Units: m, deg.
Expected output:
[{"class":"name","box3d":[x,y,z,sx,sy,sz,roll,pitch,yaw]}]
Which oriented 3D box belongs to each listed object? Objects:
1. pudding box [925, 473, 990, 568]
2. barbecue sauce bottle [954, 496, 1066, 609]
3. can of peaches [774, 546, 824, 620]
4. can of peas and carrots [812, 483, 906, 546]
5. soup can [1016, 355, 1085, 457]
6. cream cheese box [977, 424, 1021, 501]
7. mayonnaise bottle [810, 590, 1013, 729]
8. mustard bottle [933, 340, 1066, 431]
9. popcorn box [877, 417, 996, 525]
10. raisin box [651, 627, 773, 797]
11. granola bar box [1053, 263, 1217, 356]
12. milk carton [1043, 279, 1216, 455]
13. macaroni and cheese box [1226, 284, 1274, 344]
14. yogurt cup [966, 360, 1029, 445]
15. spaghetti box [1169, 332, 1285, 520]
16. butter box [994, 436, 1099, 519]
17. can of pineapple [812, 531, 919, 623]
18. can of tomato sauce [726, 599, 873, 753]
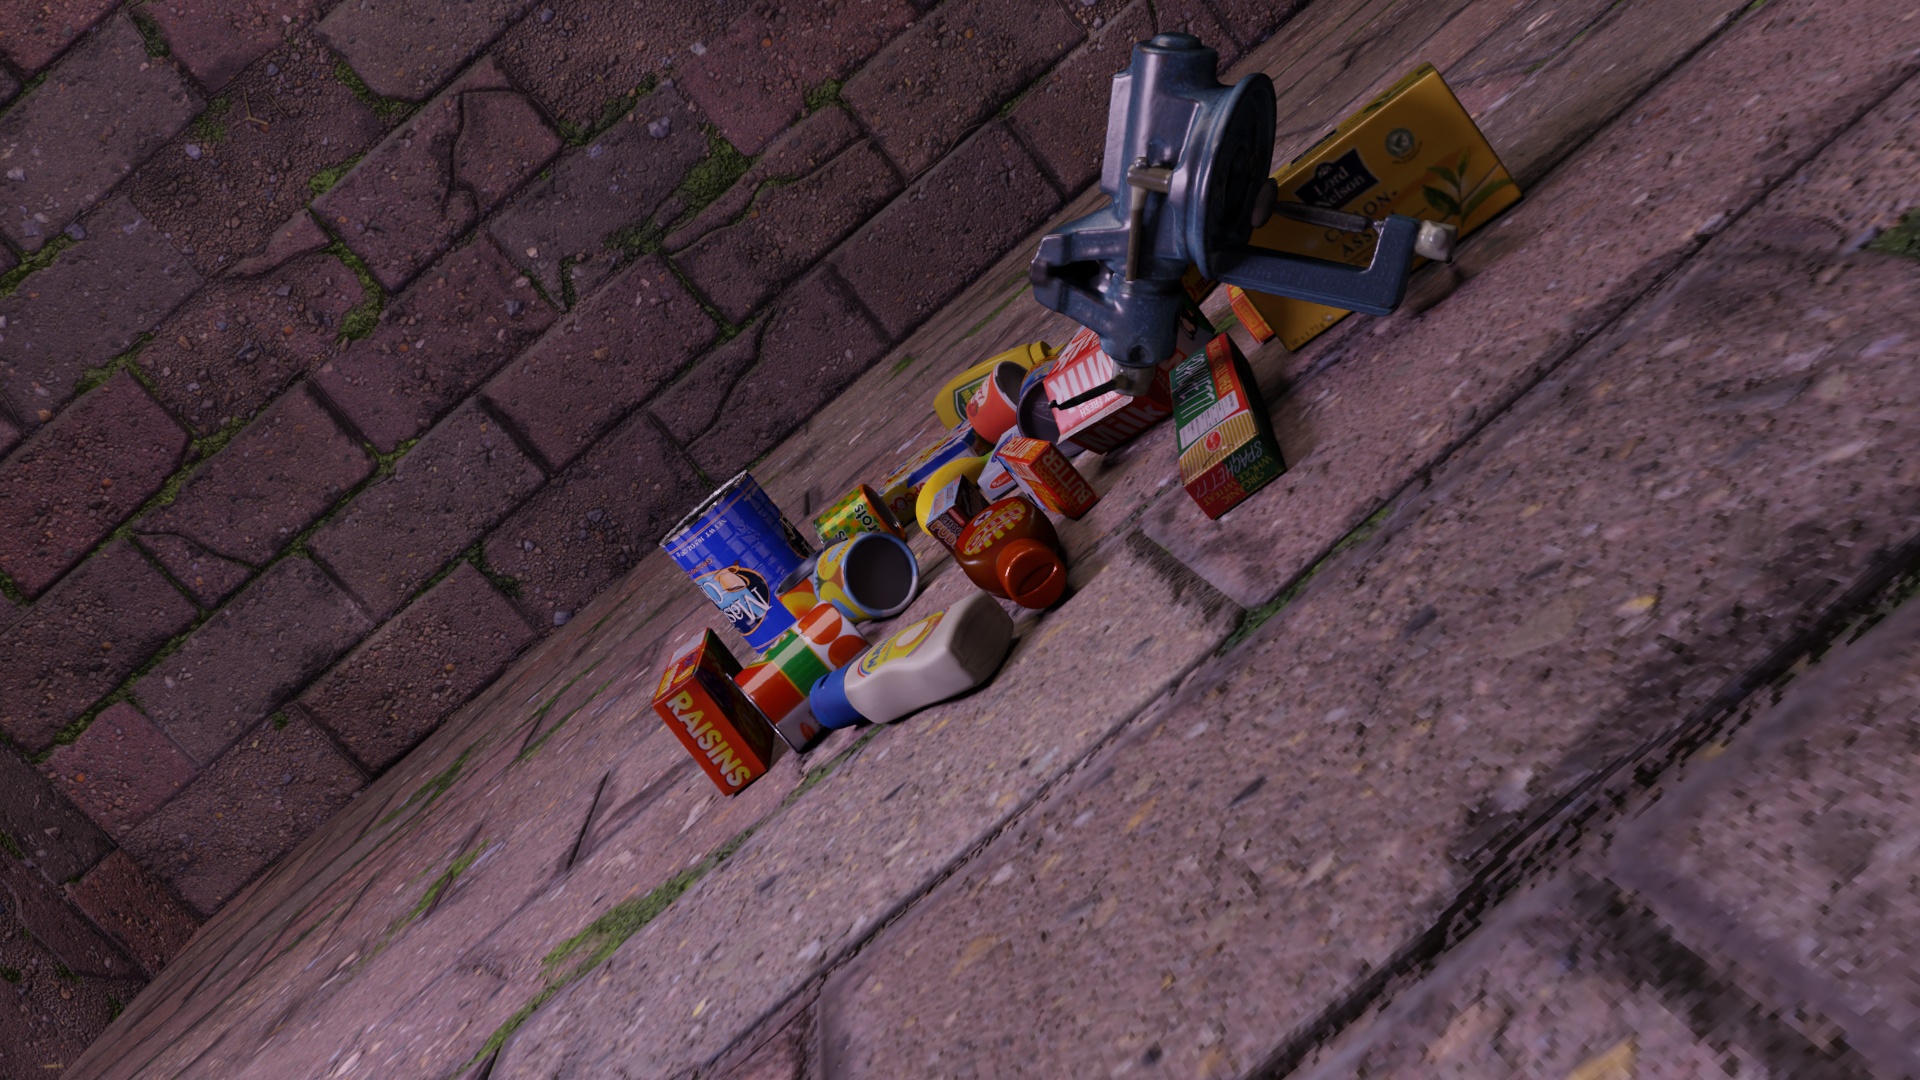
[{"class":"pudding box","box3d":[0.004,-0.013,1.029,0.030,0.049,0.084,-39,11,15]},{"class":"barbecue sauce bottle","box3d":[0.035,0.010,0.869,0.065,0.043,0.149,-39,12,1]},{"class":"can of peaches","box3d":[-0.111,0.045,1.145,0.071,0.058,0.071,-39,12,10]},{"class":"can of peas and carrots","box3d":[-0.091,-0.009,1.259,0.058,0.071,0.071,-38,12,8]},{"class":"soup can","box3d":[0.080,-0.111,1.106,0.071,0.071,0.084,-37,12,15]},{"class":"cream cheese box","box3d":[0.051,-0.074,1.169,0.053,0.024,0.104,-32,14,26]},{"class":"mayonnaise bottle","box3d":[-0.035,0.079,0.834,0.147,0.041,0.065,-28,19,43]},{"class":"mustard bottle","box3d":[0.050,-0.160,1.392,0.160,0.065,0.049,-30,10,23]},{"class":"popcorn box","box3d":[-0.020,-0.068,1.325,0.126,0.038,0.085,-33,14,30]},{"class":"raisin box","box3d":[-0.173,0.120,0.994,0.040,0.086,0.123,-35,12,3]},{"class":"granola bar box","box3d":[0.161,-0.204,1.267,0.166,0.039,0.124,-46,13,-28]},{"class":"milk carton","box3d":[0.124,-0.130,1.032,0.072,0.073,0.191,-31,15,36]},{"class":"macaroni and cheese box","box3d":[0.268,-0.218,0.994,0.166,0.040,0.124,-36,12,19]},{"class":"yogurt cup","box3d":[0.042,-0.124,1.282,0.053,0.072,0.073,-42,9,35]},{"class":"spaghetti box","box3d":[0.158,-0.078,0.847,0.050,0.028,0.251,-36,13,18]},{"class":"butter box","box3d":[0.059,-0.045,0.971,0.024,0.053,0.103,-43,12,-4]},{"class":"can of pineapple","box3d":[-0.074,0.028,1.068,0.071,0.071,0.057,-46,14,-27]},{"class":"can of tomato sauce","box3d":[-0.102,0.089,0.933,0.083,0.071,0.071,-42,12,-12]}]
